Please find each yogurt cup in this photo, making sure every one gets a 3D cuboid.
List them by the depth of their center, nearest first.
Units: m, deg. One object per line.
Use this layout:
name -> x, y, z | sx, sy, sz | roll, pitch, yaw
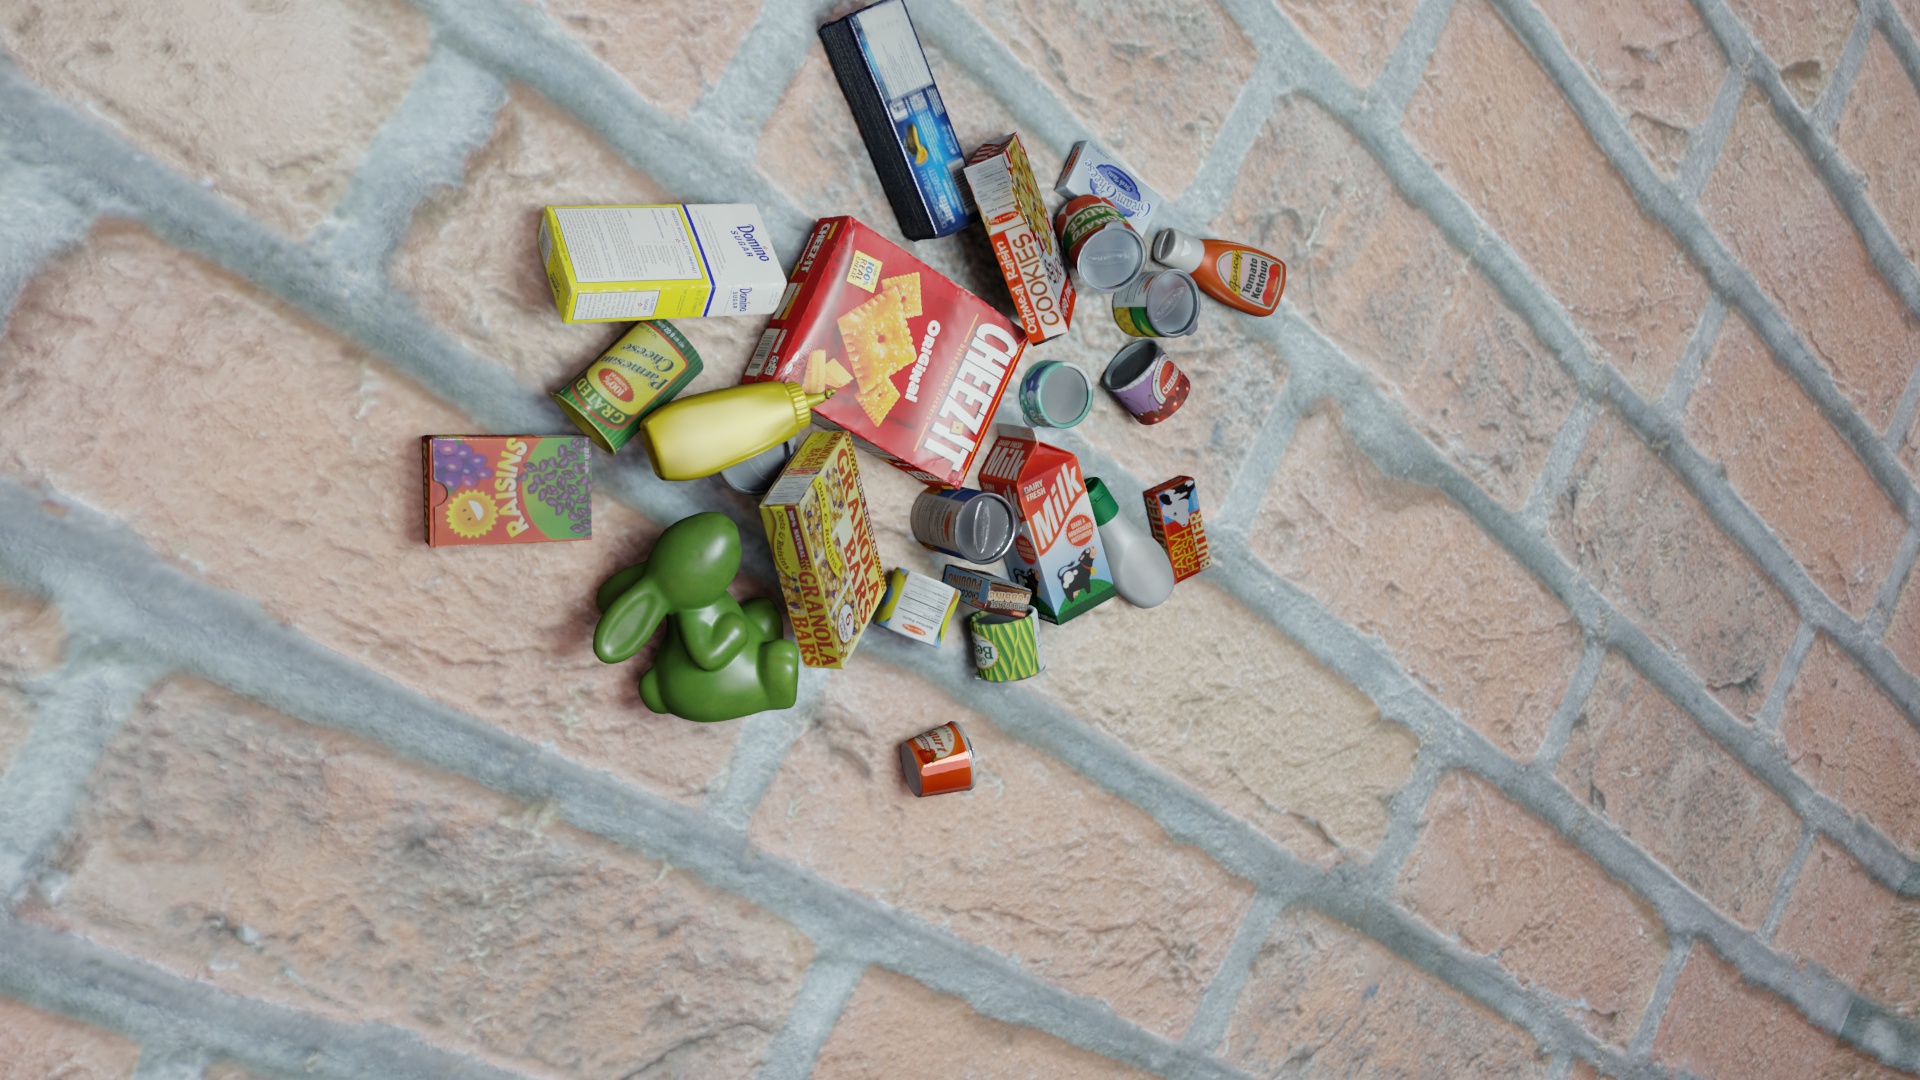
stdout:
yogurt cup -> -0.022, 0.209, 1.311 | 0.054, 0.072, 0.072 | -13, 104, -20

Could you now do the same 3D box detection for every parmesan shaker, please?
parmesan shaker -> -0.267, -0.129, 1.115 | 0.103, 0.071, 0.071 | -48, 117, -16

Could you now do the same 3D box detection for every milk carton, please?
milk carton -> 0.078, -0.022, 1.329 | 0.074, 0.072, 0.190 | -26, 110, -24

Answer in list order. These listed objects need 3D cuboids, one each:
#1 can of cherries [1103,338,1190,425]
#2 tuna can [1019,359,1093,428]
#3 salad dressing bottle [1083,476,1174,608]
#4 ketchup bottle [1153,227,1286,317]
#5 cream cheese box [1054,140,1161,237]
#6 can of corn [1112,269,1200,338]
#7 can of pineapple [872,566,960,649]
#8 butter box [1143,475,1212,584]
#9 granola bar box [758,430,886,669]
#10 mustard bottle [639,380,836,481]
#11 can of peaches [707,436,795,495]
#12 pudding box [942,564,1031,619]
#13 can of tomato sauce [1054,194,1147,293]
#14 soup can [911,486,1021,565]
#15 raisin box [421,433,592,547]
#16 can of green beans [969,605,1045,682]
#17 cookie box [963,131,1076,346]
can of cherries -> 0.186, -0.157, 1.373 | 0.058, 0.071, 0.071 | 43, 76, -28
tuna can -> 0.092, -0.139, 1.342 | 0.071, 0.033, 0.071 | -5, 99, -30
salad dressing bottle -> 0.162, 0.002, 1.399 | 0.064, 0.044, 0.147 | -43, 115, -16
ketchup bottle -> 0.264, -0.278, 1.416 | 0.149, 0.043, 0.064 | 14, 91, -31
cream cheese box -> 0.144, -0.337, 1.348 | 0.104, 0.024, 0.053 | 28, 84, -30
can of corn -> 0.195, -0.232, 1.374 | 0.071, 0.058, 0.071 | -5, 100, -30
can of pineapple -> -0.040, 0.062, 1.278 | 0.071, 0.071, 0.058 | 24, 85, -31
butter box -> 0.227, -0.011, 1.445 | 0.053, 0.024, 0.103 | -23, 108, -26
granola bar box -> -0.114, 0.007, 1.181 | 0.125, 0.039, 0.164 | -64, 149, -53
mustard bottle -> -0.173, -0.095, 1.116 | 0.161, 0.049, 0.065 | -19, 102, -22
can of peaches -> -0.181, -0.075, 1.178 | 0.071, 0.058, 0.071 | -5, 99, -30
pudding box -> 0.024, 0.047, 1.301 | 0.050, 0.084, 0.030 | 12, 94, -32
can of tomato sauce -> 0.130, -0.281, 1.302 | 0.071, 0.083, 0.070 | -7, 126, -10
soup can -> 0.005, -0.016, 1.280 | 0.071, 0.084, 0.071 | -5, 101, -30
raisin box -> -0.355, -0.040, 1.091 | 0.124, 0.040, 0.086 | -3, 100, -29
can of green beans -> 0.045, 0.098, 1.331 | 0.071, 0.071, 0.057 | -16, 105, -27
cookie box -> 0.057, -0.273, 1.255 | 0.040, 0.123, 0.167 | -17, 111, 16
